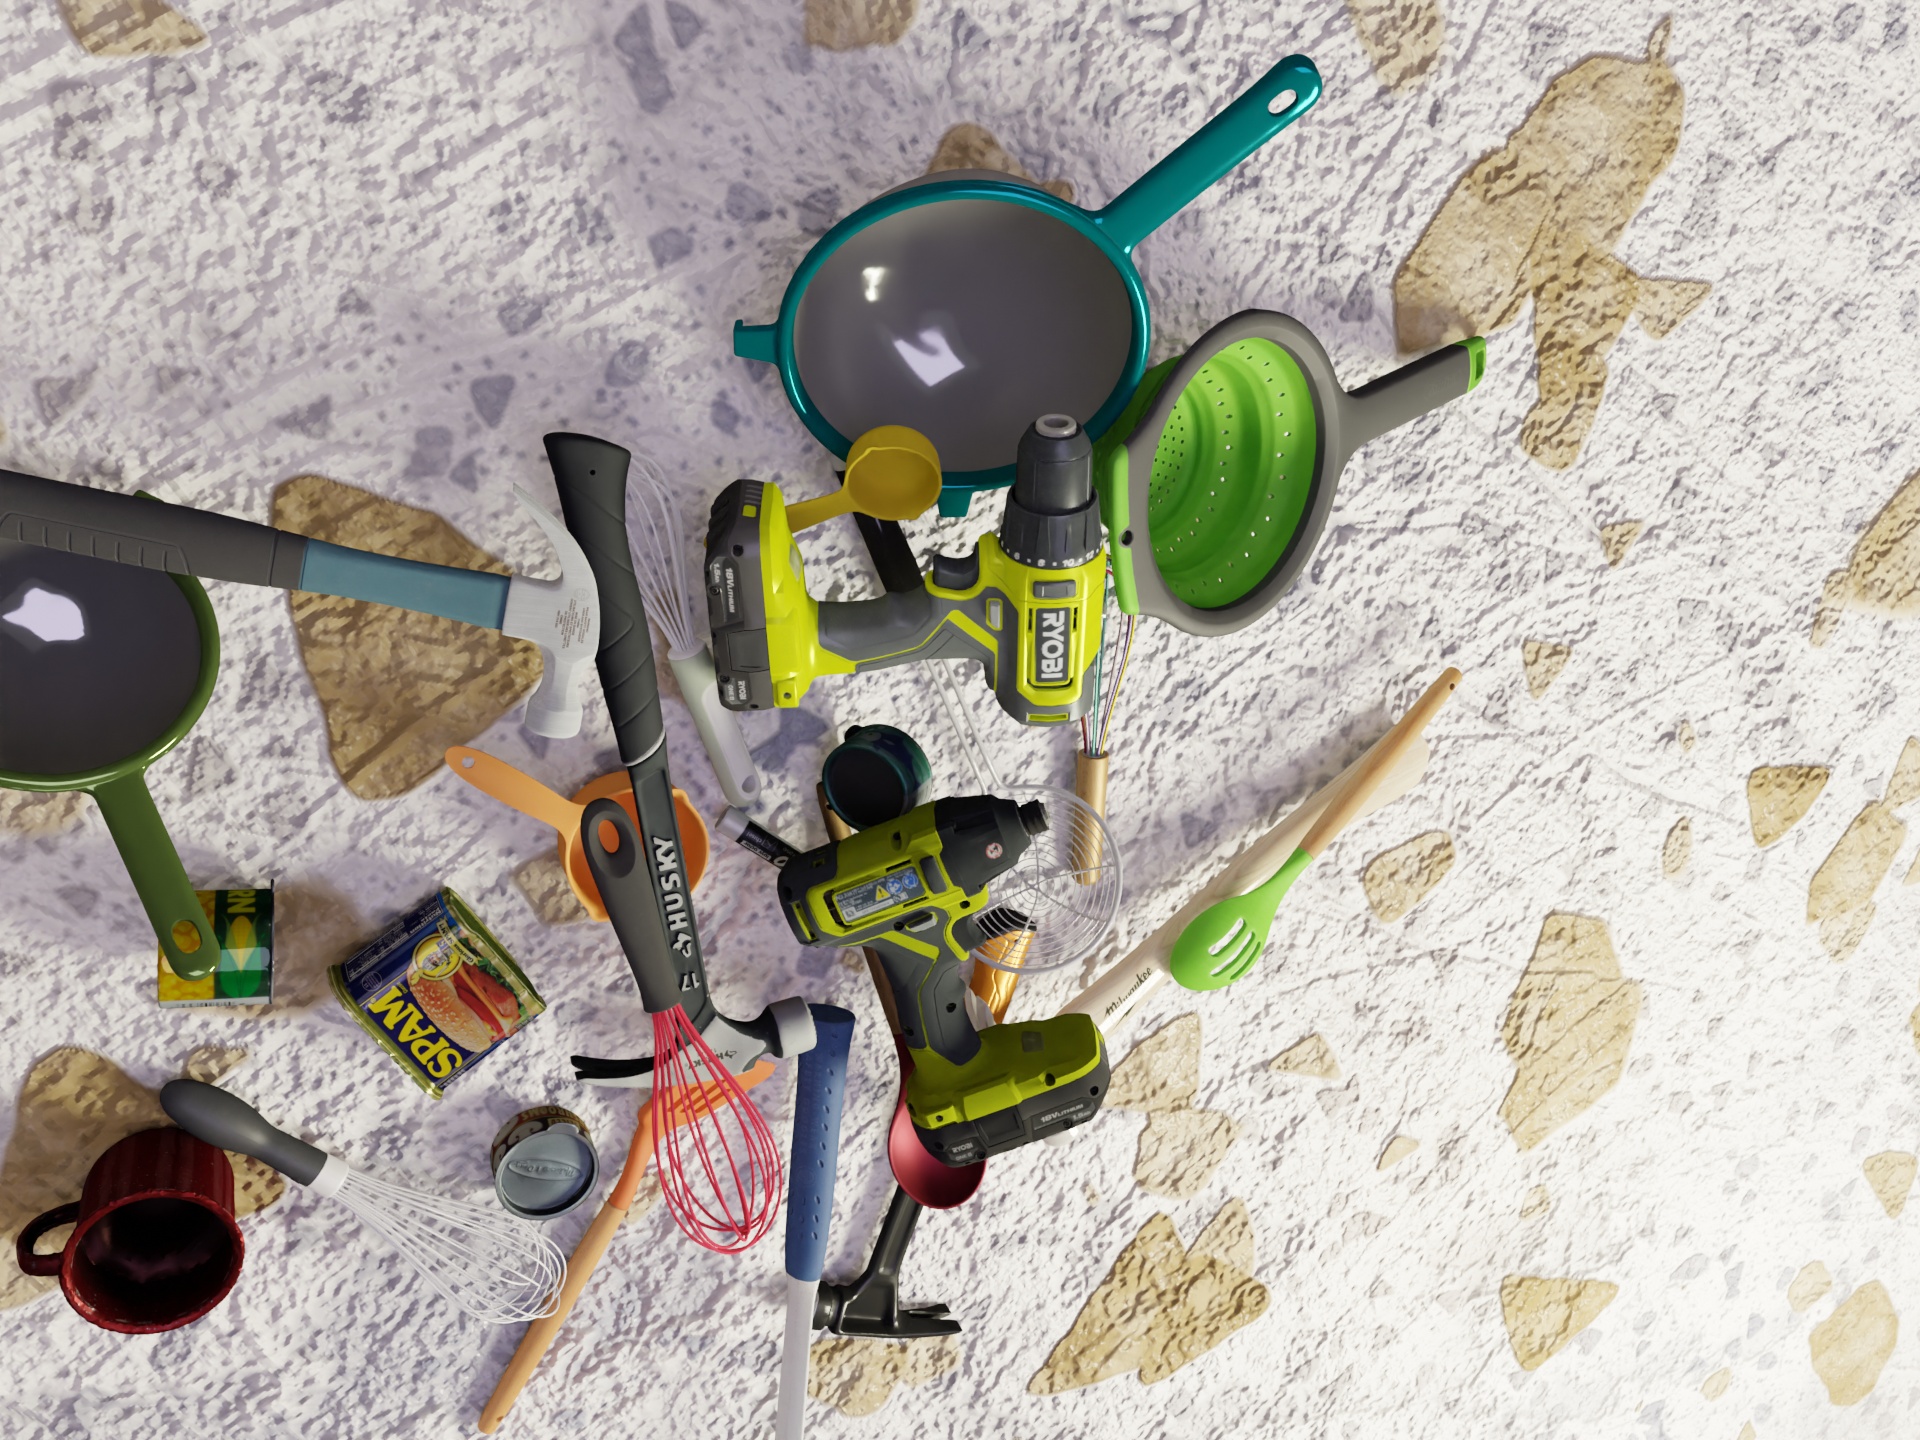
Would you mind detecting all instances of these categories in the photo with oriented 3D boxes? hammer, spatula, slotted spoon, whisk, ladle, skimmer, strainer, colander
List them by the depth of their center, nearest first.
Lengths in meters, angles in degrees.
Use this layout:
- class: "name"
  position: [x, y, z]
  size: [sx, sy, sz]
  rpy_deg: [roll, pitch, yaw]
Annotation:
- class: "hammer"
  position: [-0.348, -0.081, 0.807]
  size: [0.331, 0.033, 0.128]
  rpy_deg: [11, 103, -18]
- class: "strainer"
  position: [-0.438, 0.018, 0.808]
  size: [0.151, 0.069, 0.256]
  rpy_deg: [-24, 87, -31]
- class: "strainer"
  position: [0.047, -0.270, 0.892]
  size: [0.340, 0.095, 0.210]
  rpy_deg: [-33, 132, 28]
- class: "hammer"
  position: [-0.186, 0.034, 0.925]
  size: [0.149, 0.036, 0.408]
  rpy_deg: [-14, 111, -18]
- class: "whisk"
  position: [-0.167, 0.182, 0.930]
  size: [0.073, 0.073, 0.295]
  rpy_deg: [-20, 105, -17]
- class: "whisk"
  position: [-0.167, -0.050, 0.959]
  size: [0.058, 0.059, 0.246]
  rpy_deg: [-42, 127, -38]
- class: "whisk"
  position: [-0.362, 0.296, 0.980]
  size: [0.284, 0.070, 0.070]
  rpy_deg: [39, 89, -24]
- class: "skimmer"
  position: [-0.002, -0.003, 1.019]
  size: [0.127, 0.090, 0.363]
  rpy_deg: [-21, 115, 5]
- class: "spatula"
  position: [-0.236, 0.348, 1.062]
  size: [0.081, 0.041, 0.322]
  rpy_deg: [23, 99, -53]
- class: "colander"
  position: [0.208, -0.195, 1.062]
  size: [0.397, 0.095, 0.204]
  rpy_deg: [-28, 124, -33]
- class: "ladle"
  position: [-0.048, 0.187, 1.078]
  size: [0.069, 0.031, 0.315]
  rpy_deg: [-18, 104, -7]
- class: "whisk"
  position: [0.090, 0.001, 1.097]
  size: [0.047, 0.051, 0.244]
  rpy_deg: [1, 112, -2]
- class: "hammer"
  position: [-0.105, 0.397, 1.109]
  size: [0.035, 0.144, 0.405]
  rpy_deg: [-15, 113, -64]
- class: "hammer"
  position: [-0.009, 0.294, 1.149]
  size: [0.127, 0.034, 0.337]
  rpy_deg: [15, 101, -26]
- class: "slotted spoon"
  position: [0.265, 0.076, 1.153]
  size: [0.314, 0.031, 0.070]
  rpy_deg: [-48, 122, -11]
- class: "hammer"
  position: [0.185, 0.127, 1.159]
  size: [0.410, 0.038, 0.146]
  rpy_deg: [-38, 120, -14]

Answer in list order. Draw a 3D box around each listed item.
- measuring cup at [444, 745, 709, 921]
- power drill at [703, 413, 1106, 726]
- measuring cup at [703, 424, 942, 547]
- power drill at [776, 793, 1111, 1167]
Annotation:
- class: "measuring cup"
  position: [-0.235, 0.054, 0.959]
  size: [0.173, 0.052, 0.095]
  rpy_deg: [33, 91, -27]
- class: "power drill"
  position: [-0.028, -0.084, 0.920]
  size: [0.228, 0.080, 0.190]
  rpy_deg: [-2, 127, -2]
- class: "measuring cup"
  position: [-0.084, -0.135, 0.948]
  size: [0.156, 0.029, 0.062]
  rpy_deg: [-16, 138, 19]
- class: "power drill"
  position: [0.005, 0.159, 1.010]
  size: [0.171, 0.080, 0.223]
  rpy_deg: [-21, 109, 7]
